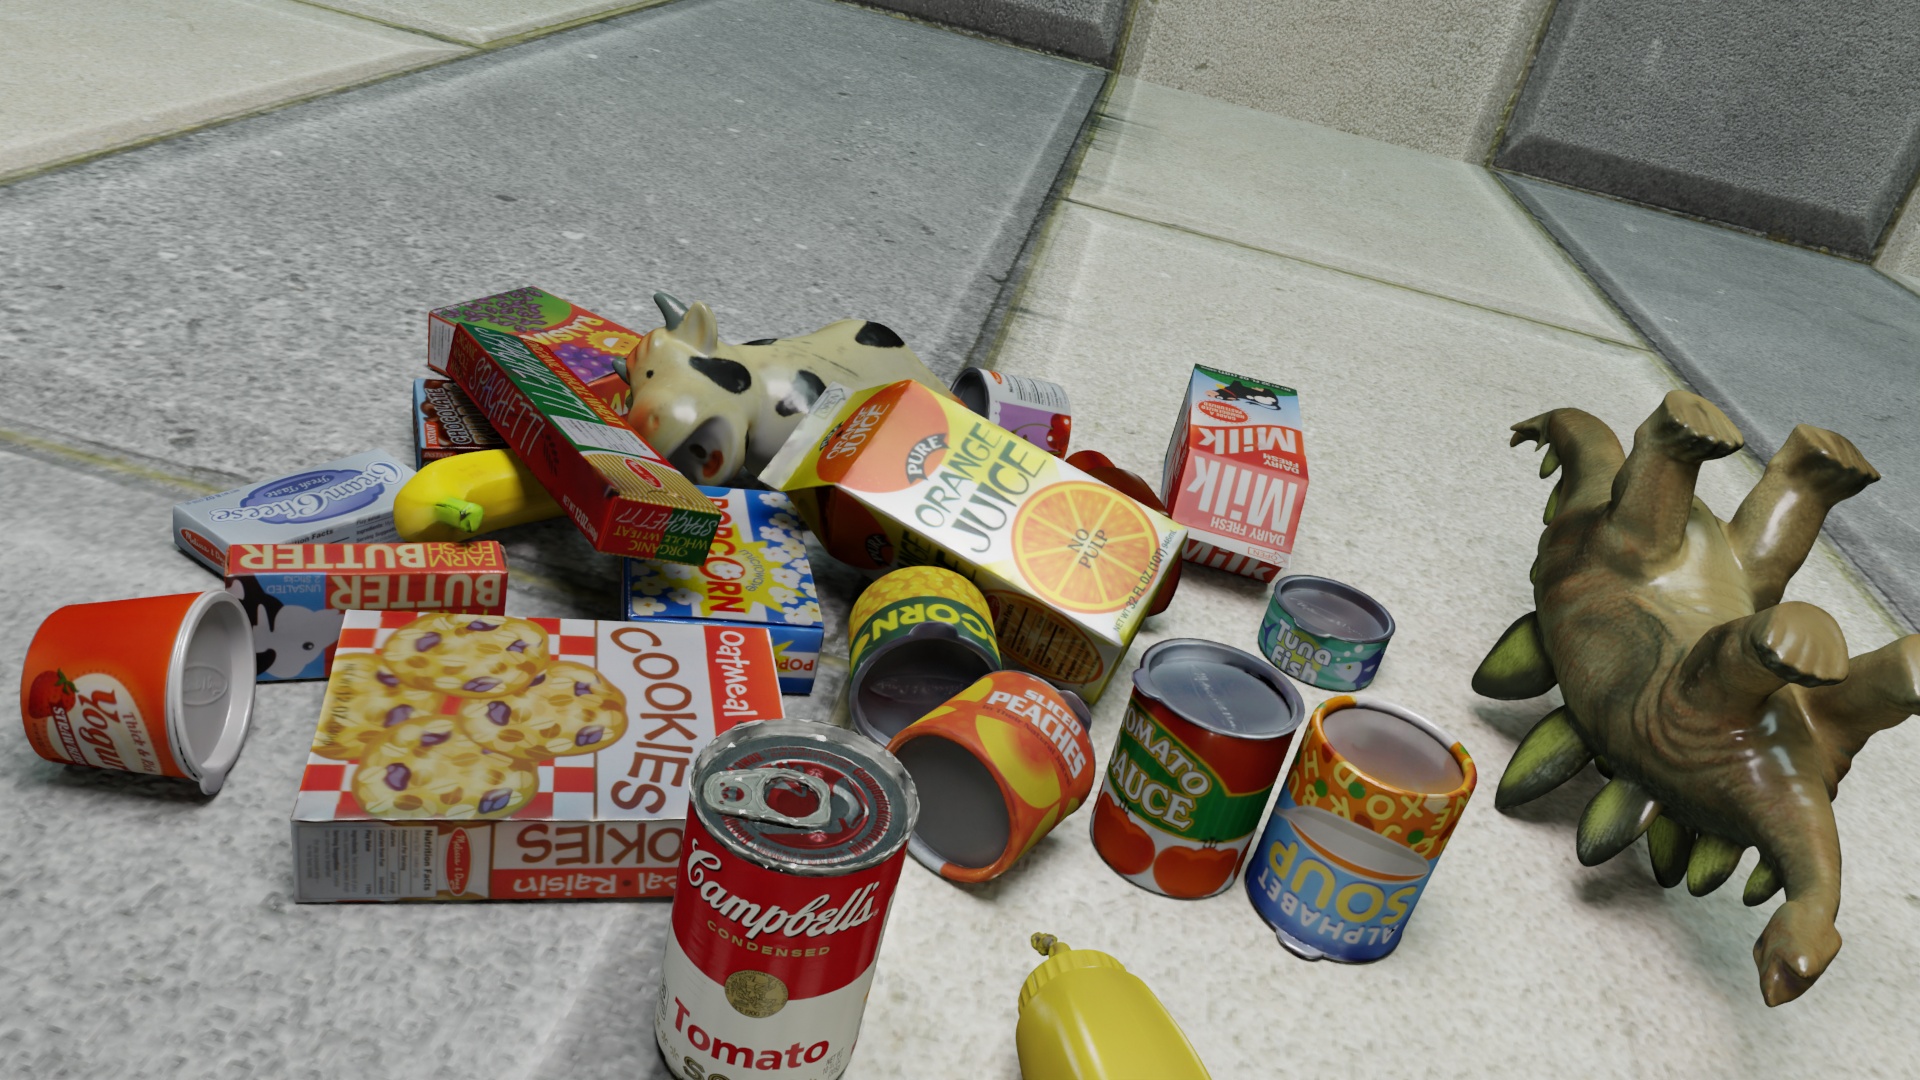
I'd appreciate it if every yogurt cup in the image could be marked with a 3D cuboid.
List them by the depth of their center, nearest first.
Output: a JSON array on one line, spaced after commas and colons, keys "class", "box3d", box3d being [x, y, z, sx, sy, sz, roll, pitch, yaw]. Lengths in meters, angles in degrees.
[{"class": "yogurt cup", "box3d": [-0.287, 0.050, 0.488, 0.054, 0.072, 0.073, 1, 29, -7]}]

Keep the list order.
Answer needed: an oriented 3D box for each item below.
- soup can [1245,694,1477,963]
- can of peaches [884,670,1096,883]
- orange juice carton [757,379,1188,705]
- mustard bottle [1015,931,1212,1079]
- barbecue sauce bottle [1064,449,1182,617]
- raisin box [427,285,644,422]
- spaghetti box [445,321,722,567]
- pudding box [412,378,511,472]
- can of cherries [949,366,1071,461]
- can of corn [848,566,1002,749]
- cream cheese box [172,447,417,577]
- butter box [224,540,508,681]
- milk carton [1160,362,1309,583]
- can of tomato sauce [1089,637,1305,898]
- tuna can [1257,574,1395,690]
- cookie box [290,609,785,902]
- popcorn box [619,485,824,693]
[{"class": "soup can", "box3d": [0.157, 0.114, 0.549, 0.071, 0.083, 0.072, 11, 28, -6]}, {"class": "can of peaches", "box3d": [0.012, 0.090, 0.542, 0.071, 0.071, 0.058, 28, 32, 26]}, {"class": "orange juice carton", "box3d": [0.002, -0.008, 0.662, 0.193, 0.072, 0.072, 29, 62, 8]}, {"class": "mustard bottle", "box3d": [0.048, 0.171, 0.419, 0.049, 0.065, 0.161, 8, 24, -16]}, {"class": "barbecue sauce bottle", "box3d": [0.085, -0.013, 0.781, 0.044, 0.064, 0.149, -3, 21, -6]}, {"class": "raisin box", "box3d": [-0.241, -0.108, 0.829, 0.123, 0.040, 0.086, 25, 29, 20]}, {"class": "spaghetti box", "box3d": [-0.187, -0.052, 0.658, 0.050, 0.028, 0.250, 11, 16, -39]}, {"class": "pudding box", "box3d": [-0.261, -0.055, 0.729, 0.050, 0.030, 0.084, 0, 30, -23]}, {"class": "can of cherries", "box3d": [0.026, -0.066, 0.844, 0.058, 0.071, 0.072, 7, 27, -25]}, {"class": "can of corn", "box3d": [-0.016, 0.050, 0.603, 0.071, 0.070, 0.058, 9, 27, -10]}, {"class": "cream cheese box", "box3d": [-0.295, -0.010, 0.637, 0.053, 0.024, 0.104, 28, 31, 23]}, {"class": "butter box", "box3d": [-0.239, 0.028, 0.561, 0.104, 0.052, 0.024, -1, 33, -26]}, {"class": "milk carton", "box3d": [0.164, -0.036, 0.845, 0.072, 0.073, 0.191, 16, 28, 4]}, {"class": "can of tomato sauce", "box3d": [0.092, 0.092, 0.562, 0.071, 0.082, 0.071, 11, 27, -6]}, {"class": "tuna can", "box3d": [0.194, 0.049, 0.742, 0.071, 0.032, 0.071, 11, 27, -6]}, {"class": "cookie box", "box3d": [-0.150, 0.079, 0.523, 0.168, 0.040, 0.123, 4, 29, -17]}, {"class": "popcorn box", "box3d": [-0.115, 0.019, 0.650, 0.085, 0.038, 0.127, 4, 29, -17]}]
